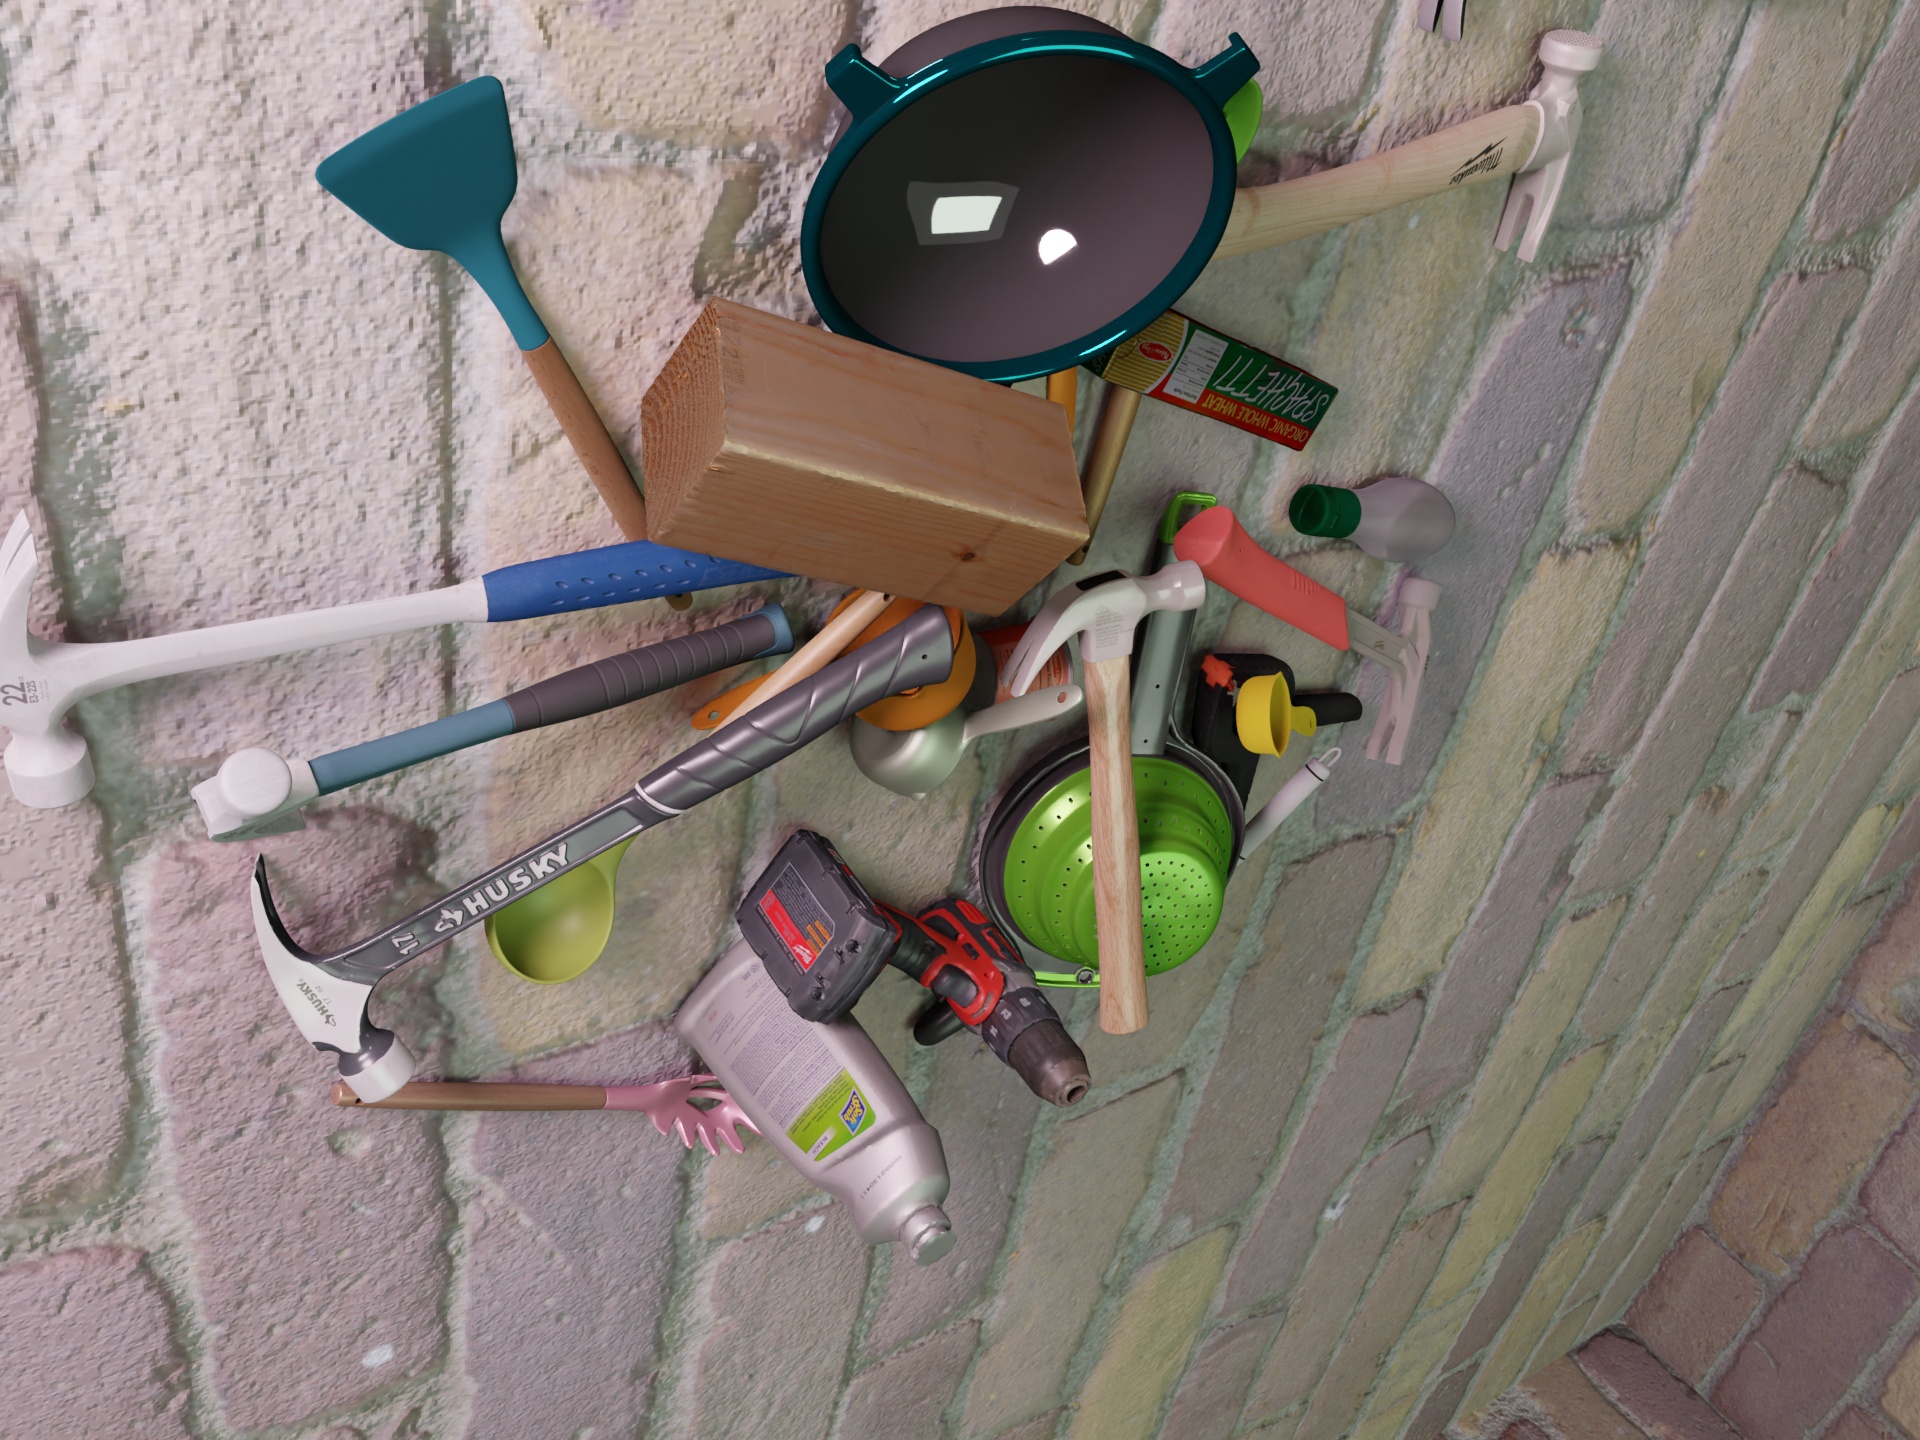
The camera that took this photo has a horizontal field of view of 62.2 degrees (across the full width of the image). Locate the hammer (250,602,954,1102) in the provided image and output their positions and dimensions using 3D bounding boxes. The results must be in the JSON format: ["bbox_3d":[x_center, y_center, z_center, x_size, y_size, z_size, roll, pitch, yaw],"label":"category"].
[{"bbox_3d":[-0.183,0.047,0.861,0.409,0.036,0.149,-30,116,-6],"label":"hammer"}]

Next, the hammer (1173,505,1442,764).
[{"bbox_3d":[0.255,-0.069,1.144,0.358,0.037,0.149,17,87,-51],"label":"hammer"}]

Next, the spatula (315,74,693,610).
[{"bbox_3d":[-0.189,-0.154,0.753,0.082,0.044,0.317,-32,140,-8],"label":"spatula"}]

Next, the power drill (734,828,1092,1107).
[{"bbox_3d":[-0.021,0.173,1.062,0.226,0.188,0.080,27,104,-44],"label":"power drill"}]

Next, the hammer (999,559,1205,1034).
[{"bbox_3d":[0.098,0.063,1.037,0.130,0.031,0.331,-12,115,-16],"label":"hammer"}]

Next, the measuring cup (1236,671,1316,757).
[{"bbox_3d":[0.237,-0.001,1.186,0.156,0.029,0.062,8,83,-65],"label":"measuring cup"}]

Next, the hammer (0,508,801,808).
[{"bbox_3d":[-0.241,-0.060,0.767,0.405,0.035,0.144,-14,139,-28],"label":"hammer"}]

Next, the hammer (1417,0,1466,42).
[{"bbox_3d":[0.422,-0.481,0.999,0.336,0.034,0.127,-10,128,-34],"label":"hammer"}]

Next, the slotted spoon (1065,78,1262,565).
[{"bbox_3d":[0.109,-0.230,0.953,0.070,0.031,0.313,-12,132,-36],"label":"slotted spoon"}]

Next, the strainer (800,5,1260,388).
[{"bbox_3d":[0.012,-0.236,0.828,0.211,0.095,0.340,-7,152,-12],"label":"strainer"}]

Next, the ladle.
[{"bbox_3d":[-0.146,0.031,0.902,0.320,0.062,0.078,-42,125,8],"label":"ladle"}]

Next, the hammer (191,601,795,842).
[{"bbox_3d":[-0.222,-0.006,0.818,0.331,0.128,0.033,-22,90,-36],"label":"hammer"}]

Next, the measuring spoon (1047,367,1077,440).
[{"bbox_3d":[0.064,-0.178,0.969,0.021,0.011,0.116,-24,136,-23],"label":"measuring spoon"}]

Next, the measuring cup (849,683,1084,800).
[{"bbox_3d":[-0.002,-0.003,0.963,0.167,0.083,0.038,-15,152,39],"label":"measuring cup"}]

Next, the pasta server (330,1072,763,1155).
[{"bbox_3d":[-0.255,0.251,1.042,0.316,0.040,0.060,15,100,-44],"label":"pasta server"}]

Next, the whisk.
[{"bbox_3d":[0.084,0.160,1.238,0.296,0.073,0.073,-36,139,-2],"label":"whisk"}]

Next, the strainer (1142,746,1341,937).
[{"bbox_3d":[0.215,0.114,1.286,0.086,0.050,0.258,32,108,-33],"label":"strainer"}]

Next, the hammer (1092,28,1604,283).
[{"bbox_3d":[0.239,-0.311,0.958,0.410,0.038,0.146,-25,137,-31],"label":"hammer"}]

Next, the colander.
[{"bbox_3d":[0.135,0.042,1.109,0.204,0.095,0.397,3,114,-16],"label":"colander"}]

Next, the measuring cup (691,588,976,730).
[{"bbox_3d":[-0.073,-0.021,0.948,0.173,0.095,0.052,-23,145,3],"label":"measuring cup"}]
